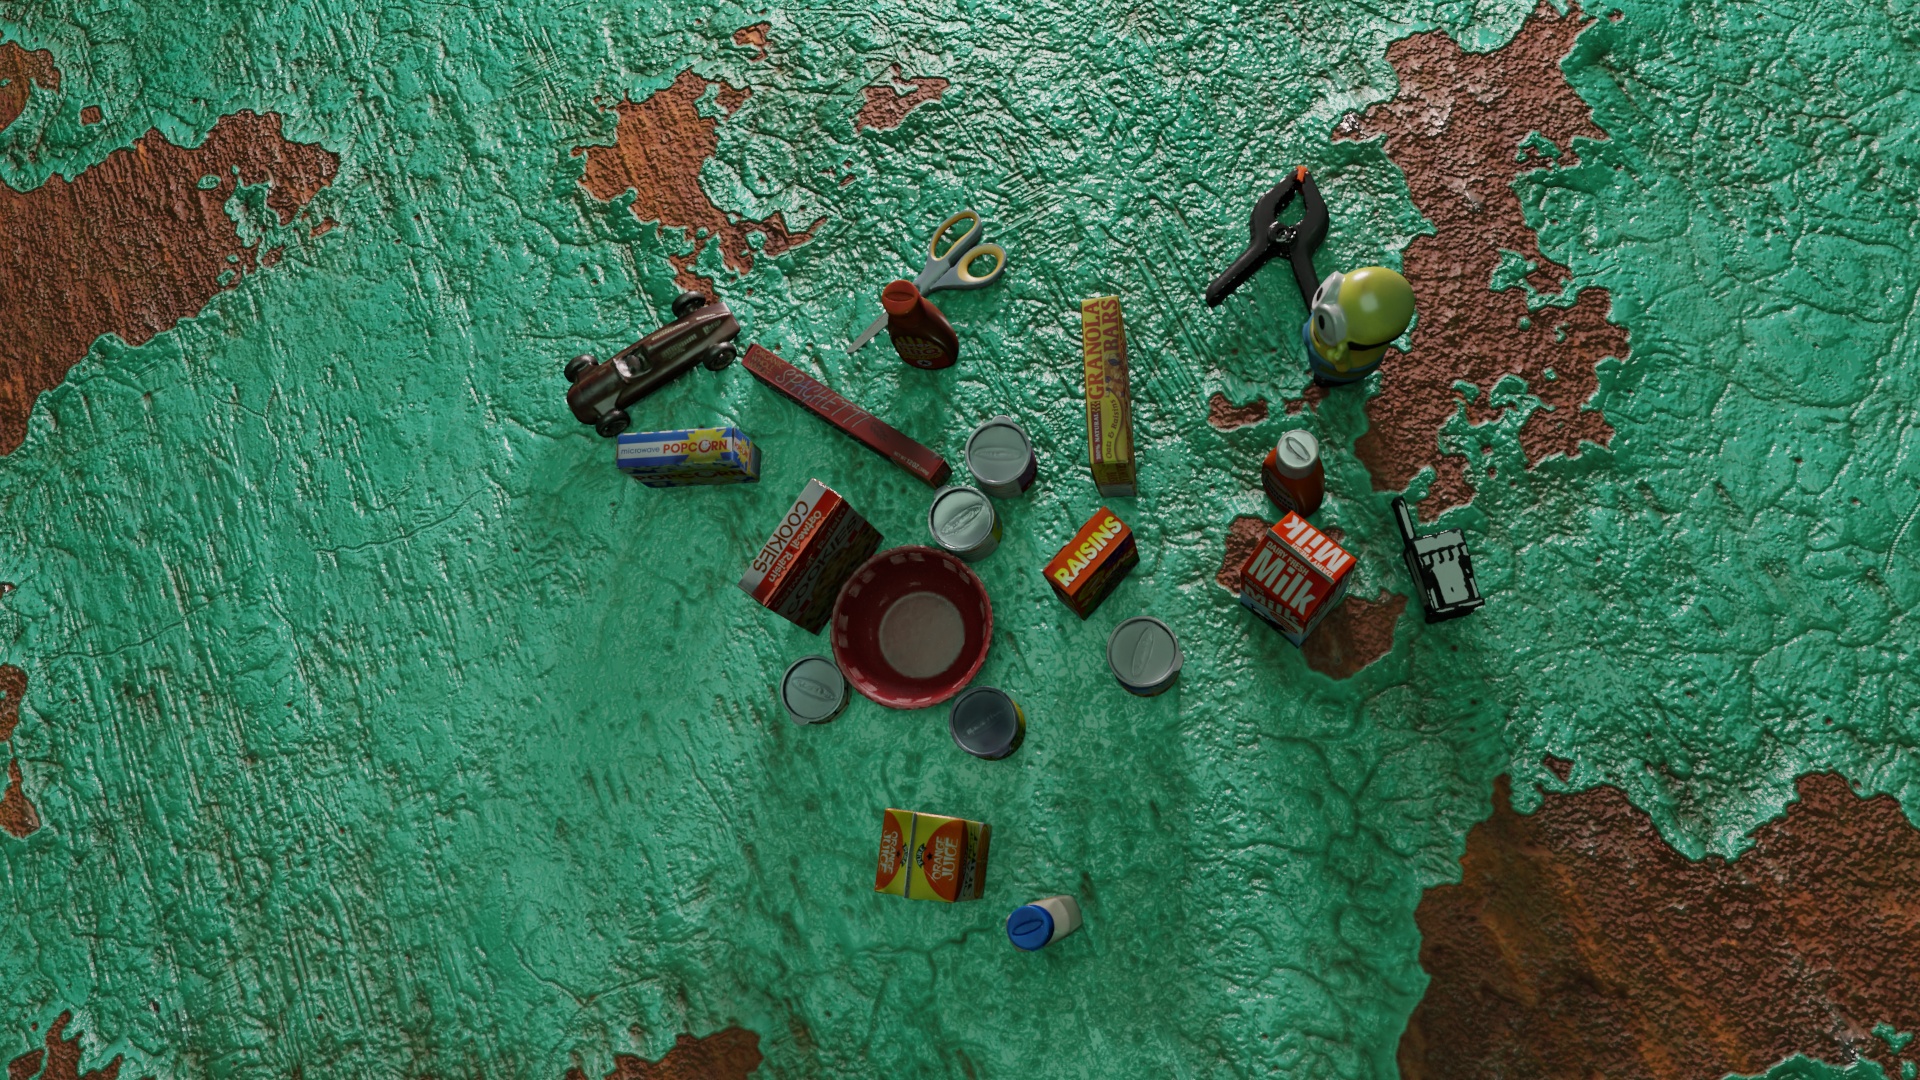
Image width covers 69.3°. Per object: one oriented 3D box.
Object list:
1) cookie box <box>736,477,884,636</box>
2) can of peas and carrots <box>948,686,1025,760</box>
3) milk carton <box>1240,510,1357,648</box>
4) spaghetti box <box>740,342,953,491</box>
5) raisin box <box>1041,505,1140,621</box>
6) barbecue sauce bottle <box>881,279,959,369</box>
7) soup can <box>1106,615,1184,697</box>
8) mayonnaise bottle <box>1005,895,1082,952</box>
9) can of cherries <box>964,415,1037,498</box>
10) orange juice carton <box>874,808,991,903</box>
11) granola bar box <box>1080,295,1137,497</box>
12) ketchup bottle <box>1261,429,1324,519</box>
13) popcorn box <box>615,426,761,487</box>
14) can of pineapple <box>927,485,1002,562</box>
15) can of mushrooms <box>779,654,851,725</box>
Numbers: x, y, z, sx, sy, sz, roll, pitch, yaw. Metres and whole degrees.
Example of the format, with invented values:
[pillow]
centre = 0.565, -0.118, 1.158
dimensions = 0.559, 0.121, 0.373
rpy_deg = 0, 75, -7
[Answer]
[cookie box]
centre = -0.140, 0.020, 1.338
dimensions = 0.040, 0.167, 0.123
rpy_deg = 32, 84, 16
[can of peas and carrots]
centre = 0.028, 0.177, 1.324
dimensions = 0.071, 0.058, 0.071
rpy_deg = -2, 76, 10
[milk carton]
centre = 0.300, 0.033, 1.241
dimensions = 0.072, 0.190, 0.073
rpy_deg = 40, 87, 17
[spaghetti box]
centre = -0.119, -0.128, 1.433
dimensions = 0.250, 0.050, 0.029
rpy_deg = 32, 84, 16
[raisin box]
centre = 0.125, 0.023, 1.311
dimensions = 0.040, 0.123, 0.086
rpy_deg = 43, 87, 17
[barbecue sauce bottle]
centre = -0.044, -0.215, 1.389
dimensions = 0.065, 0.148, 0.044
rpy_deg = 5, 78, 12
[soup can]
centre = 0.175, 0.111, 1.300
dimensions = 0.071, 0.083, 0.071
rpy_deg = -2, 76, 10
[mayonnaise bottle]
centre = 0.070, 0.339, 1.230
dimensions = 0.065, 0.148, 0.041
rpy_deg = -22, 74, 5
[can of cherries]
centre = 0.042, -0.082, 1.387
dimensions = 0.071, 0.058, 0.071
rpy_deg = -2, 76, 10
[orange juice carton]
centre = -0.026, 0.281, 1.239
dimensions = 0.073, 0.192, 0.072
rpy_deg = 5, 78, 12
[granola bar box]
centre = 0.144, -0.136, 1.347
dimensions = 0.039, 0.124, 0.166
rpy_deg = -4, 76, 10
[ketchup bottle]
centre = 0.309, -0.064, 1.285
dimensions = 0.043, 0.148, 0.065
rpy_deg = -40, 73, 0
[popcorn box]
centre = -0.279, -0.085, 1.433
dimensions = 0.127, 0.085, 0.038
rpy_deg = -3, 76, 10
[can of pineapple]
centre = 0.005, -0.017, 1.378
dimensions = 0.071, 0.057, 0.071
rpy_deg = -2, 76, 10
[can of mushrooms]
centre = -0.144, 0.150, 1.376
dimensions = 0.071, 0.033, 0.071
rpy_deg = -2, 76, 10
